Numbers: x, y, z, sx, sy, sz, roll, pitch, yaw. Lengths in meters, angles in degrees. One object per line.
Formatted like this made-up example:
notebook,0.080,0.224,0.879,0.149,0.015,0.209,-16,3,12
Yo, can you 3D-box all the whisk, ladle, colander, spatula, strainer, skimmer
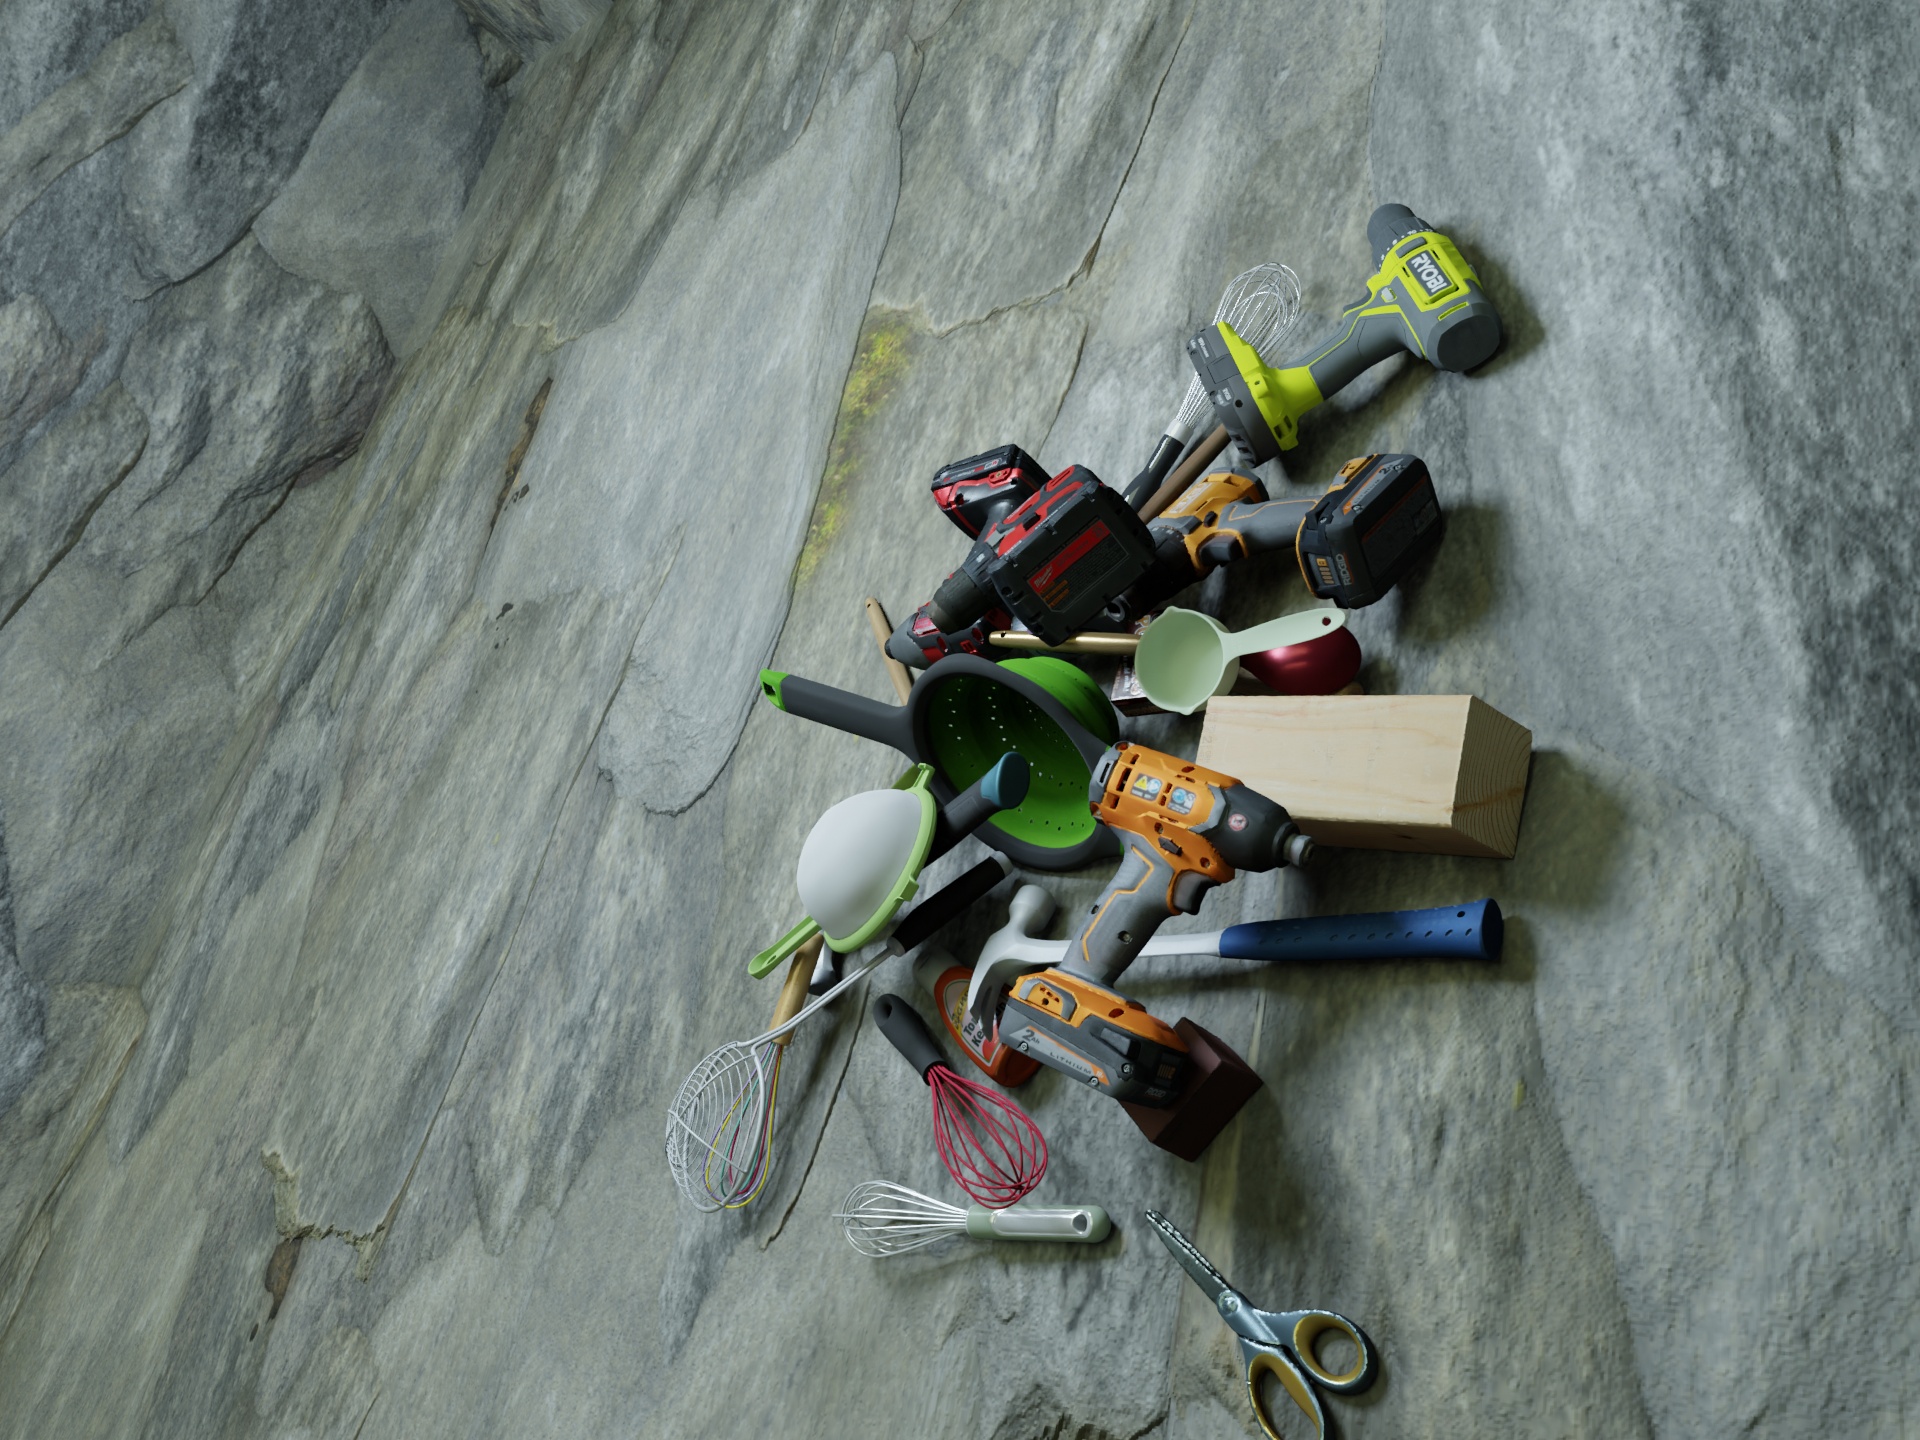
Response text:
whisk,0.004,0.371,1.179,0.246,0.059,0.058,-12,67,35
ladle,-0.061,-0.033,1.529,0.078,0.062,0.321,-45,37,18
colander,-0.002,-0.004,1.345,0.397,0.204,0.094,17,44,35
ladle,0.157,-0.059,1.246,0.315,0.031,0.069,5,63,34
spatula,0.162,-0.178,1.349,0.316,0.018,0.060,-47,29,-21
whisk,-0.162,0.301,1.378,0.047,0.051,0.245,10,78,42
strainer,-0.121,0.137,1.321,0.256,0.069,0.152,-42,25,33
whisk,0.213,-0.286,1.429,0.284,0.070,0.070,-58,38,4
skimmer,-0.086,0.240,1.272,0.363,0.090,0.127,-36,20,-22
whisk,-0.012,0.284,1.236,0.073,0.073,0.296,-54,28,1

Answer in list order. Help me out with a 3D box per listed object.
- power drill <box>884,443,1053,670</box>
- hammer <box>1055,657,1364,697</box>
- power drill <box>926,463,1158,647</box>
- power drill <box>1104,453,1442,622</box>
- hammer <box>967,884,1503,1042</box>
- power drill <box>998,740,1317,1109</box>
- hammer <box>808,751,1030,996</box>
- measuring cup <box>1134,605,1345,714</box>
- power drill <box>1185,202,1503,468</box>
power drill,0.006,-0.145,1.503,0.143,0.078,0.220,-12,50,41
hammer,0.190,-0.048,1.297,0.331,0.031,0.130,23,80,51
power drill,0.057,-0.125,1.287,0.188,0.080,0.227,-40,14,4
power drill,0.231,-0.135,1.234,0.226,0.084,0.185,7,40,49
hammer,0.178,0.163,1.130,0.405,0.035,0.144,-10,32,38
power drill,0.134,0.139,1.069,0.164,0.084,0.226,19,83,37
hammer,-0.044,0.119,1.344,0.331,0.033,0.128,-41,38,45
measuring cup,0.209,-0.053,1.167,0.167,0.038,0.083,-15,78,33
power drill,0.310,-0.326,1.320,0.228,0.080,0.191,-28,46,15
